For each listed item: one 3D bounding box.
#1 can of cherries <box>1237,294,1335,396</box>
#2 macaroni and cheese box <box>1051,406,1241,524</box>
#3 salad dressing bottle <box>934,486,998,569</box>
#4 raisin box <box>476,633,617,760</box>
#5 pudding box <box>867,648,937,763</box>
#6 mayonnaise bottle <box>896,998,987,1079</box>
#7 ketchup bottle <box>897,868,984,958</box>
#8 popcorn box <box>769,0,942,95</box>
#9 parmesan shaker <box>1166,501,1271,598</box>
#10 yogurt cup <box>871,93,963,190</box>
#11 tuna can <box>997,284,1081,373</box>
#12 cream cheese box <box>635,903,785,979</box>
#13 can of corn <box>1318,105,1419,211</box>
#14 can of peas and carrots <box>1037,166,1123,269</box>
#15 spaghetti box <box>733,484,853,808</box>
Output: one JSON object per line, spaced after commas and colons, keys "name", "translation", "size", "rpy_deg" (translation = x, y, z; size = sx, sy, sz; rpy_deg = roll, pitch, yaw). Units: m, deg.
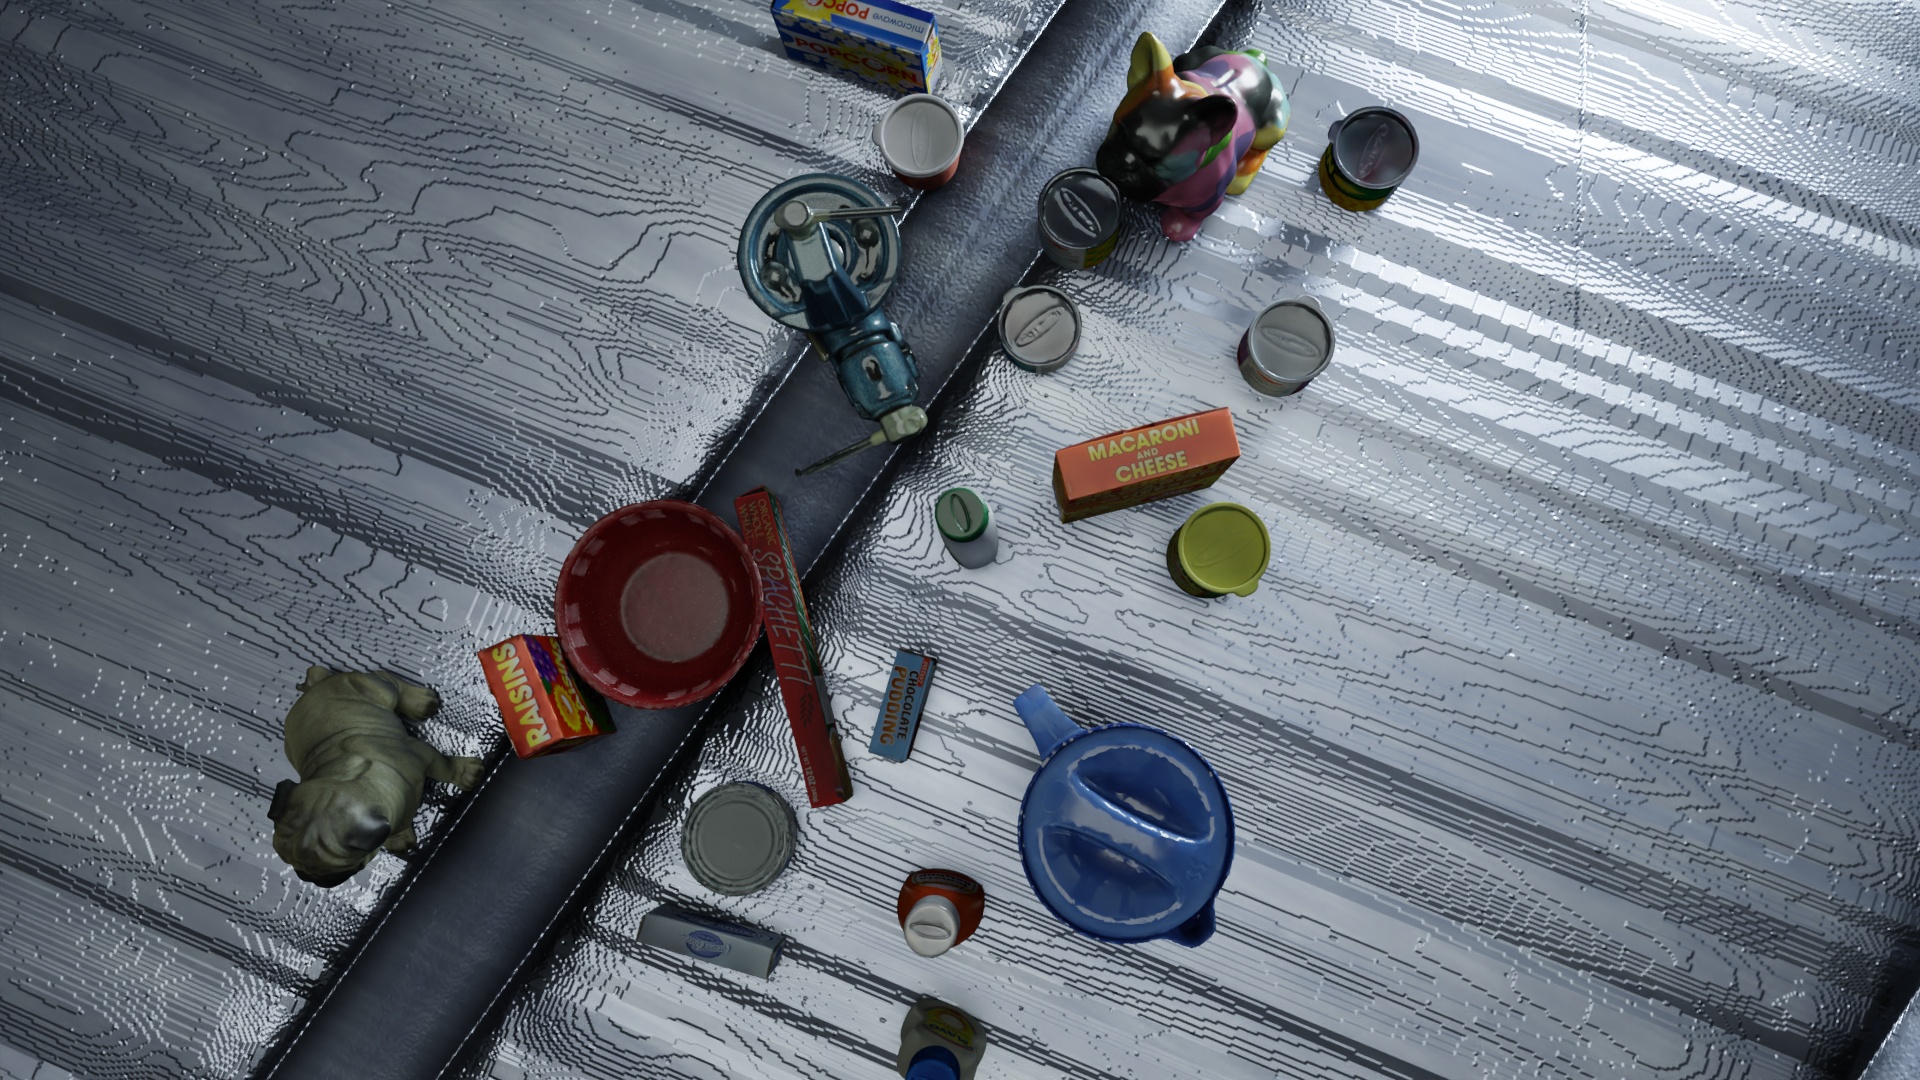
{"name": "can of cherries", "translation": [0.254, -0.151, 1.080], "size": [0.071, 0.058, 0.071], "rpy_deg": [0, 84, 3]}
{"name": "macaroni and cheese box", "translation": [0.131, -0.053, 1.021], "size": [0.124, 0.166, 0.040], "rpy_deg": [-15, 84, 1]}
{"name": "salad dressing bottle", "translation": [0.004, -0.013, 1.032], "size": [0.044, 0.147, 0.064], "rpy_deg": [-20, 84, 1]}
{"name": "raisin box", "translation": [-0.309, 0.116, 1.045], "size": [0.040, 0.123, 0.086], "rpy_deg": [-24, 84, 0]}
{"name": "pudding box", "translation": [-0.044, 0.127, 1.068], "size": [0.030, 0.049, 0.084], "rpy_deg": [16, 85, 4]}
{"name": "mayonnaise bottle", "translation": [-0.015, 0.369, 0.991], "size": [0.065, 0.148, 0.041], "rpy_deg": [25, 86, 5]}
{"name": "ketchup bottle", "translation": [-0.016, 0.269, 1.002], "size": [0.065, 0.148, 0.043], "rpy_deg": [9, 85, 4]}
{"name": "popcorn box", "translation": [-0.080, -0.402, 1.109], "size": [0.127, 0.085, 0.038], "rpy_deg": [19, 86, 4]}
{"name": "parmesan shaker", "translation": [0.192, 0.012, 1.043], "size": [0.071, 0.103, 0.071], "rpy_deg": [0, 84, 3]}
{"name": "yogurt cup", "translation": [-0.030, -0.315, 1.113], "size": [0.072, 0.054, 0.072], "rpy_deg": [0, 84, 3]}
{"name": "tuna can", "translation": [0.061, -0.169, 1.104], "size": [0.071, 0.033, 0.071], "rpy_deg": [0, 84, 3]}
{"name": "cream cheese box", "translation": [-0.188, 0.303, 1.054], "size": [0.104, 0.053, 0.024], "rpy_deg": [15, 85, 4]}
{"name": "can of corn", "translation": [0.318, -0.300, 1.093], "size": [0.071, 0.058, 0.071], "rpy_deg": [0, 84, 3]}
{"name": "can of peas and carrots", "translation": [0.096, -0.255, 1.098], "size": [0.071, 0.058, 0.071], "rpy_deg": [0, 84, 3]}
{"name": "spaghetti box", "translation": [-0.129, 0.082, 1.077], "size": [0.029, 0.050, 0.250], "rpy_deg": [-15, 83, 1]}
